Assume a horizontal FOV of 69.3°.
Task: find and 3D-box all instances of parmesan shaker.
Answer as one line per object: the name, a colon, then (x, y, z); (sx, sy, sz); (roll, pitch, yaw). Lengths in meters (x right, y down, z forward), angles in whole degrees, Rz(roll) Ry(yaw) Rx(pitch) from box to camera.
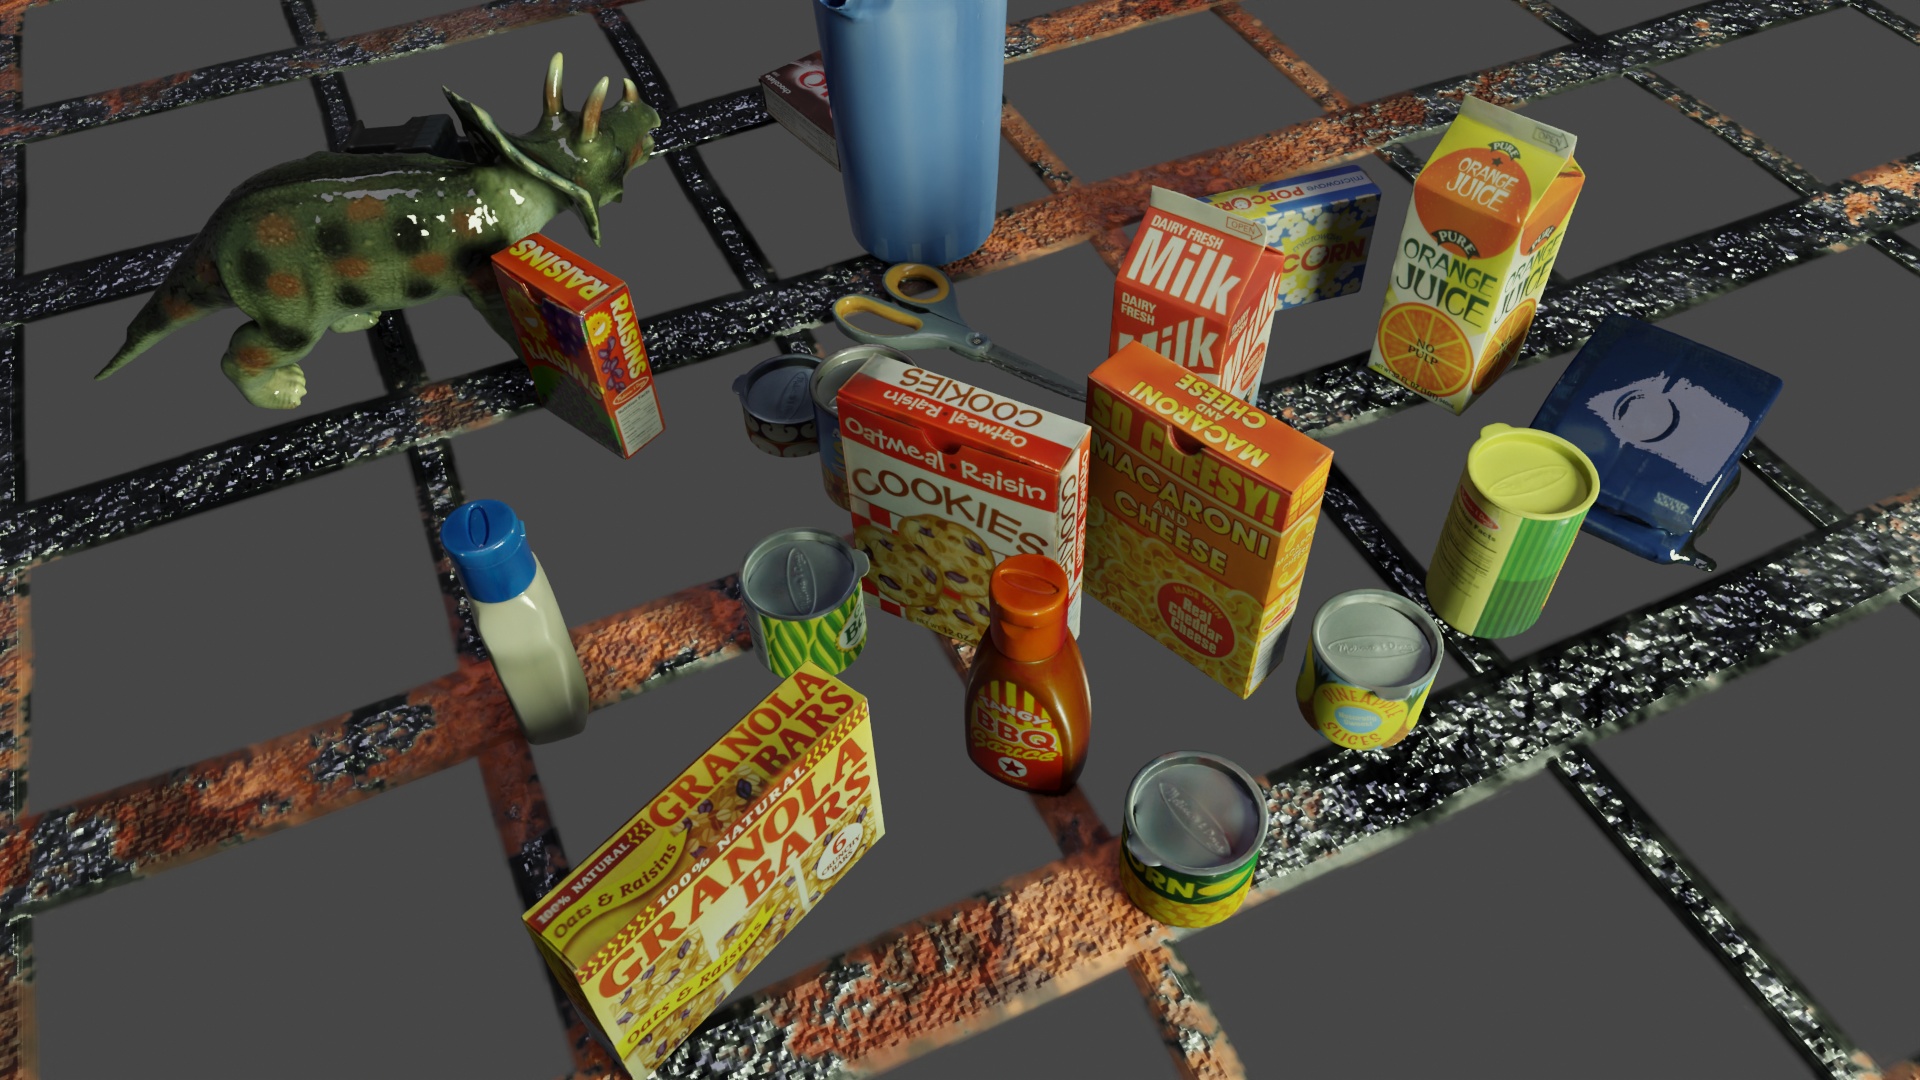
parmesan shaker: (0.298, -0.004, 0.762); (0.071, 0.102, 0.072); (-1, 49, 1)

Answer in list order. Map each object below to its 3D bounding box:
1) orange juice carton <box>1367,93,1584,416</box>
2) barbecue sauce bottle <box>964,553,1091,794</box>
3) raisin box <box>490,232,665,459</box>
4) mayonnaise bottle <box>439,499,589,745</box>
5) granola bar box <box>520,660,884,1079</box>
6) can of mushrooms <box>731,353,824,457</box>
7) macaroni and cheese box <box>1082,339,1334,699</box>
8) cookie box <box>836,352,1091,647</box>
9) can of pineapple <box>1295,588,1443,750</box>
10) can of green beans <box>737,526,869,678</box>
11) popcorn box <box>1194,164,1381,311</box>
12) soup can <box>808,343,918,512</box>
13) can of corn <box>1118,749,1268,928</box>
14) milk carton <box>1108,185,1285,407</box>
orange juice carton: (0.317, -0.177, 0.853); (0.073, 0.191, 0.072); (-37, 58, -27)
barbecue sauce bottle: (0.033, 0.066, 0.678); (0.065, 0.147, 0.044); (18, 52, 17)
raisin box: (-0.237, -0.120, 0.866); (0.086, 0.122, 0.040); (32, 57, 26)
mayonnaise bottle: (-0.226, 0.041, 0.709); (0.041, 0.147, 0.065); (-15, 50, -11)
granola bar box: (-0.107, 0.149, 0.627); (0.039, 0.123, 0.166); (32, 57, 26)
can of mushrooms: (-0.110, -0.087, 0.893); (0.071, 0.033, 0.071); (-1, 49, 1)
macaroni and cheese box: (0.120, -0.007, 0.728); (0.124, 0.165, 0.040); (34, 58, 28)
cookie box: (0.003, -0.009, 0.733); (0.123, 0.166, 0.040); (20, 53, 19)
can of pineapple: (0.213, 0.070, 0.729); (0.071, 0.057, 0.071); (-1, 49, 1)
can of green beans: (-0.086, 0.036, 0.769); (0.071, 0.057, 0.071); (-1, 49, 1)
popcorn box: (0.217, -0.200, 0.947); (0.127, 0.084, 0.038); (-14, 50, -10)
soup can: (-0.053, -0.064, 0.837); (0.071, 0.083, 0.072); (-1, 49, 1)
can of corn: (0.108, 0.145, 0.666); (0.071, 0.058, 0.071); (-1, 49, 1)
milk carton: (0.134, -0.116, 0.807); (0.072, 0.189, 0.074); (26, 55, 22)
